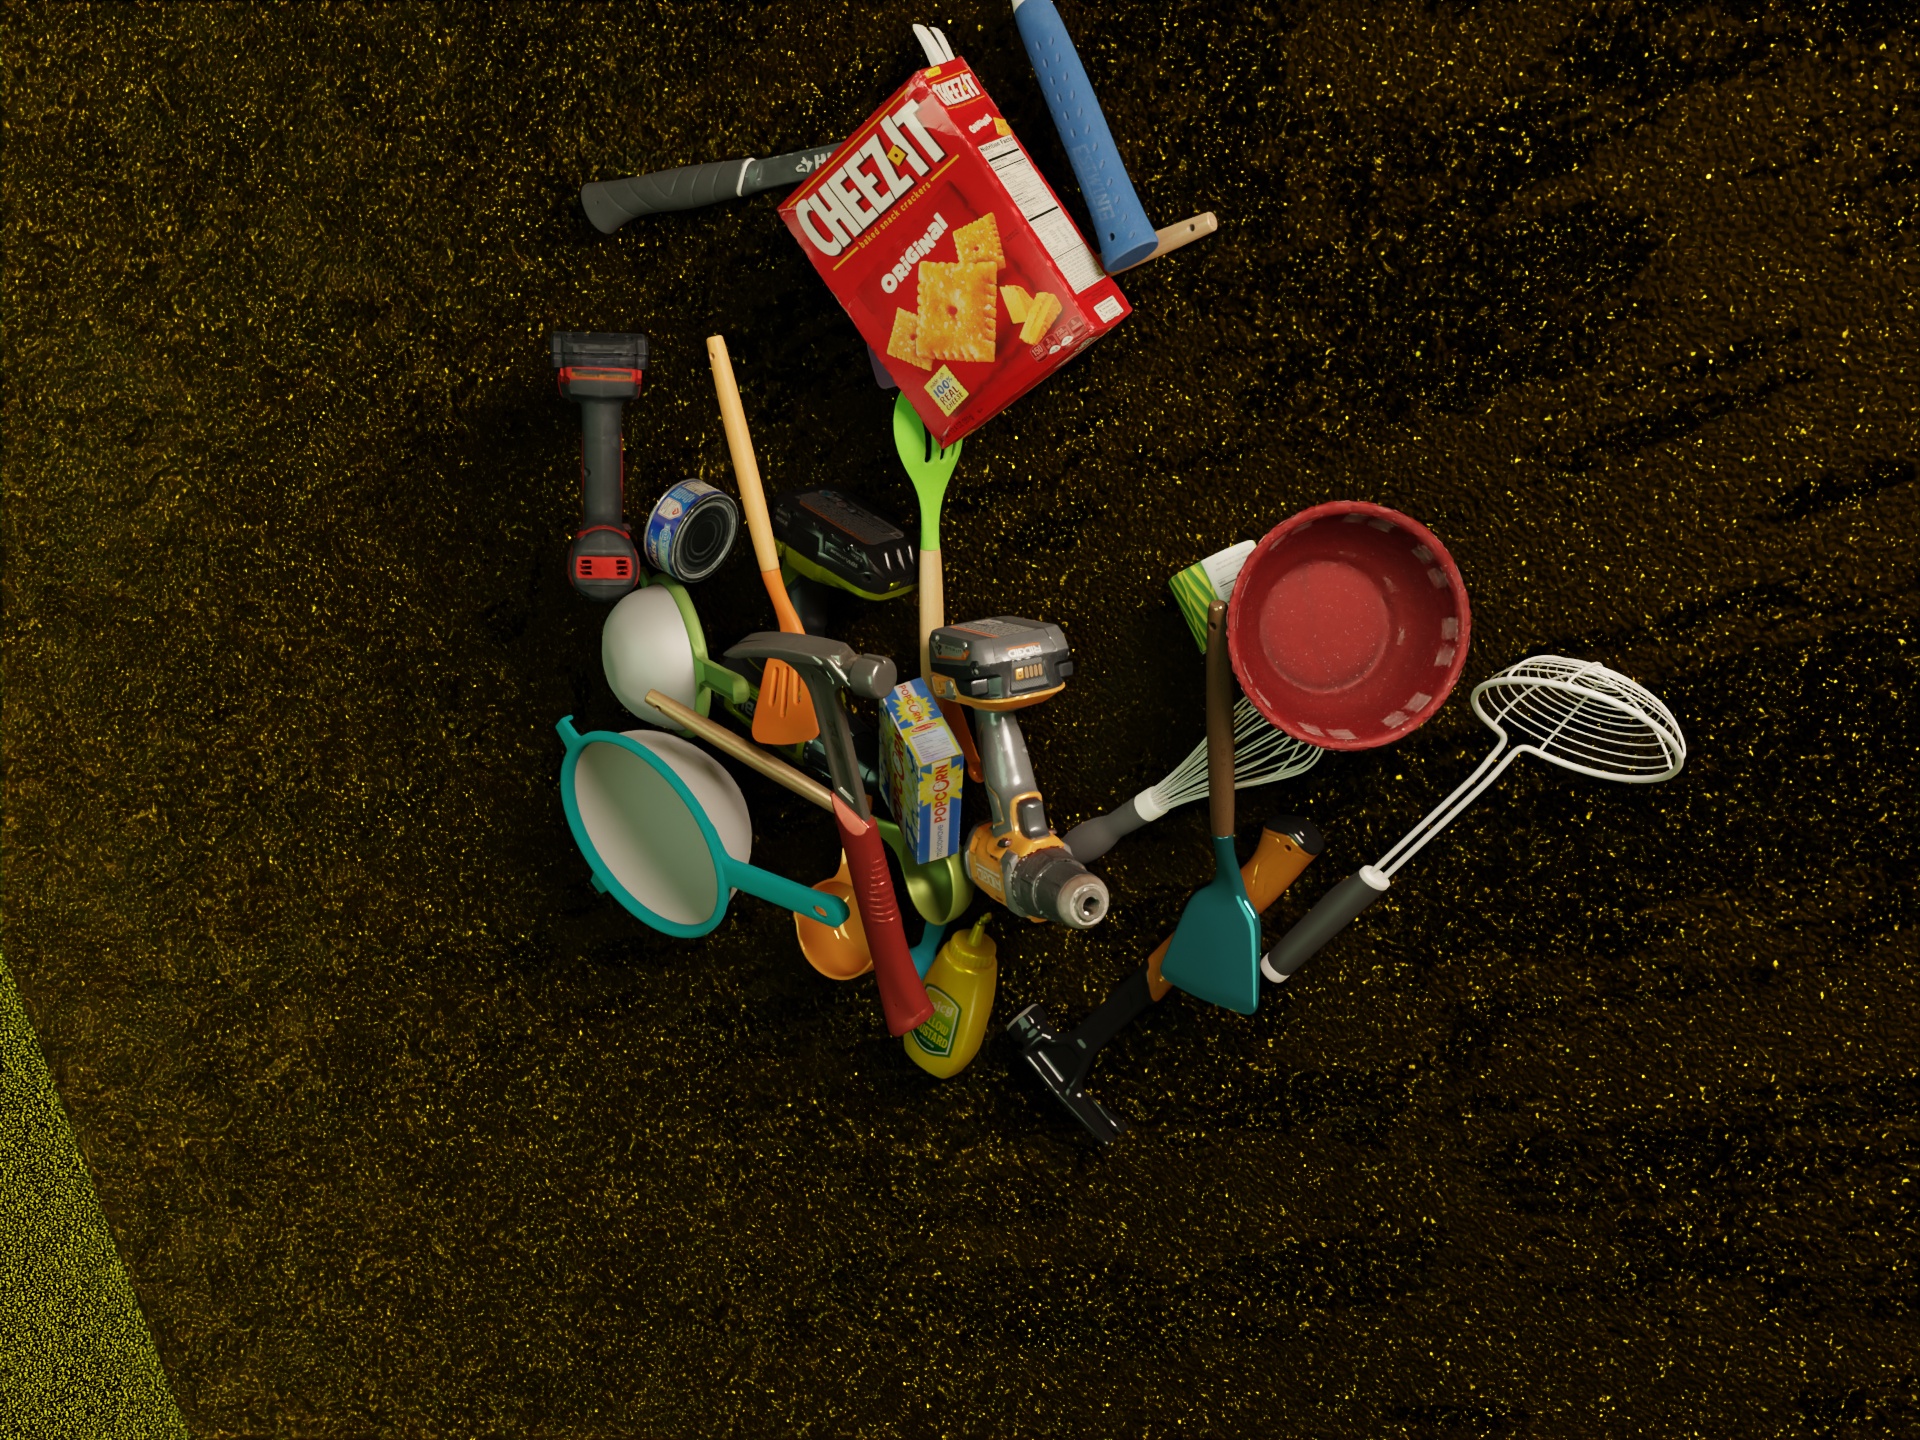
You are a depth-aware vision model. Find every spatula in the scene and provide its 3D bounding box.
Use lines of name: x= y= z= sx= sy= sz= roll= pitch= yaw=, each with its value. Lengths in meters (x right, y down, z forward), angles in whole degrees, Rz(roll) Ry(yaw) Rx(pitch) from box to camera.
spatula: x=-0.163 y=-0.141 z=1.259 sx=0.081 sy=0.041 sz=0.322 roll=-3 pitch=105 yaw=42
spatula: x=0.177 y=0.062 z=1.105 sx=0.082 sy=0.044 sz=0.317 roll=19 pitch=130 yaw=36
spatula: x=0.049 y=-0.314 z=1.170 sx=0.316 sy=0.018 sz=0.060 roll=-11 pitch=96 yaw=38

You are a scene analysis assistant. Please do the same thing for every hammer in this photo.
hammer: x=0.047 y=-0.506 z=1.091 sx=0.144 sy=0.035 sz=0.405 roll=-24 pitch=86 yaw=38
hammer: x=-0.084 y=0.098 z=1.256 sx=0.149 sy=0.037 sz=0.358 roll=11 pitch=125 yaw=35
hammer: x=0.167 y=0.193 z=1.225 sx=0.127 sy=0.034 sz=0.336 roll=49 pitch=126 yaw=15
hammer: x=-0.158 y=-0.443 z=1.271 sx=0.409 sy=0.036 sz=0.149 roll=4 pitch=105 yaw=35

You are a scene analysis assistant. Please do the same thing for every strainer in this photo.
strainer: x=-0.256 y=-0.043 z=1.374 sx=0.256 sy=0.069 sz=0.151 roll=22 pitch=120 yaw=59
strainer: x=-0.212 y=0.103 z=1.427 sx=0.340 sy=0.095 sz=0.210 roll=17 pitch=126 yaw=33

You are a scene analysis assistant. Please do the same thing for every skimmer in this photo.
skimmer: x=0.313 y=0.088 z=1.052 sx=0.127 sy=0.090 sz=0.363 roll=29 pitch=127 yaw=-11

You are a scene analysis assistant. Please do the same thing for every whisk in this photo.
whisk: x=0.164 y=0.047 z=1.175 sx=0.284 sy=0.070 sz=0.070 roll=-36 pitch=82 yaw=42

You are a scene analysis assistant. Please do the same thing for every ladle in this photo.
ladle: x=-0.128 y=0.066 z=1.319 sx=0.320 sy=0.062 sz=0.078 roll=30 pitch=136 yaw=1

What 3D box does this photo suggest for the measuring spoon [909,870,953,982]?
measuring spoon: x=-0.028 y=0.184 z=1.371 sx=0.042 sy=0.021 sz=0.128 roll=31 pitch=119 yaw=25

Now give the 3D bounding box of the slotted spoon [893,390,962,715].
slotted spoon: x=-0.022 y=-0.111 z=1.258 sx=0.031 sy=0.070 sz=0.313 roll=19 pitch=119 yaw=41

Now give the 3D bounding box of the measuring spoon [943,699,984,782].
measuring spoon: x=-0.002 y=-0.004 z=1.306 sx=0.021 sy=0.011 sz=0.117 roll=-27 pitch=84 yaw=40

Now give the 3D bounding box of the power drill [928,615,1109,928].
power drill: x=0.048 y=0.043 z=1.197 sx=0.185 sy=0.084 sz=0.226 roll=-159 pitch=59 yaw=-68

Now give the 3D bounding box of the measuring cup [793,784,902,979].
measuring cup: x=-0.086 y=0.138 z=1.386 sx=0.095 sy=0.052 sz=0.173 roll=16 pitch=99 yaw=29

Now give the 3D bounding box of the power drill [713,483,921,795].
power drill: x=-0.107 y=-0.062 z=1.323 sx=0.191 sy=0.080 sz=0.228 roll=33 pitch=123 yaw=25

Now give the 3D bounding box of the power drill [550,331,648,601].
power drill: x=-0.315 y=-0.219 z=1.395 sx=0.188 sy=0.080 sz=0.226 roll=-148 pitch=58 yaw=-75
